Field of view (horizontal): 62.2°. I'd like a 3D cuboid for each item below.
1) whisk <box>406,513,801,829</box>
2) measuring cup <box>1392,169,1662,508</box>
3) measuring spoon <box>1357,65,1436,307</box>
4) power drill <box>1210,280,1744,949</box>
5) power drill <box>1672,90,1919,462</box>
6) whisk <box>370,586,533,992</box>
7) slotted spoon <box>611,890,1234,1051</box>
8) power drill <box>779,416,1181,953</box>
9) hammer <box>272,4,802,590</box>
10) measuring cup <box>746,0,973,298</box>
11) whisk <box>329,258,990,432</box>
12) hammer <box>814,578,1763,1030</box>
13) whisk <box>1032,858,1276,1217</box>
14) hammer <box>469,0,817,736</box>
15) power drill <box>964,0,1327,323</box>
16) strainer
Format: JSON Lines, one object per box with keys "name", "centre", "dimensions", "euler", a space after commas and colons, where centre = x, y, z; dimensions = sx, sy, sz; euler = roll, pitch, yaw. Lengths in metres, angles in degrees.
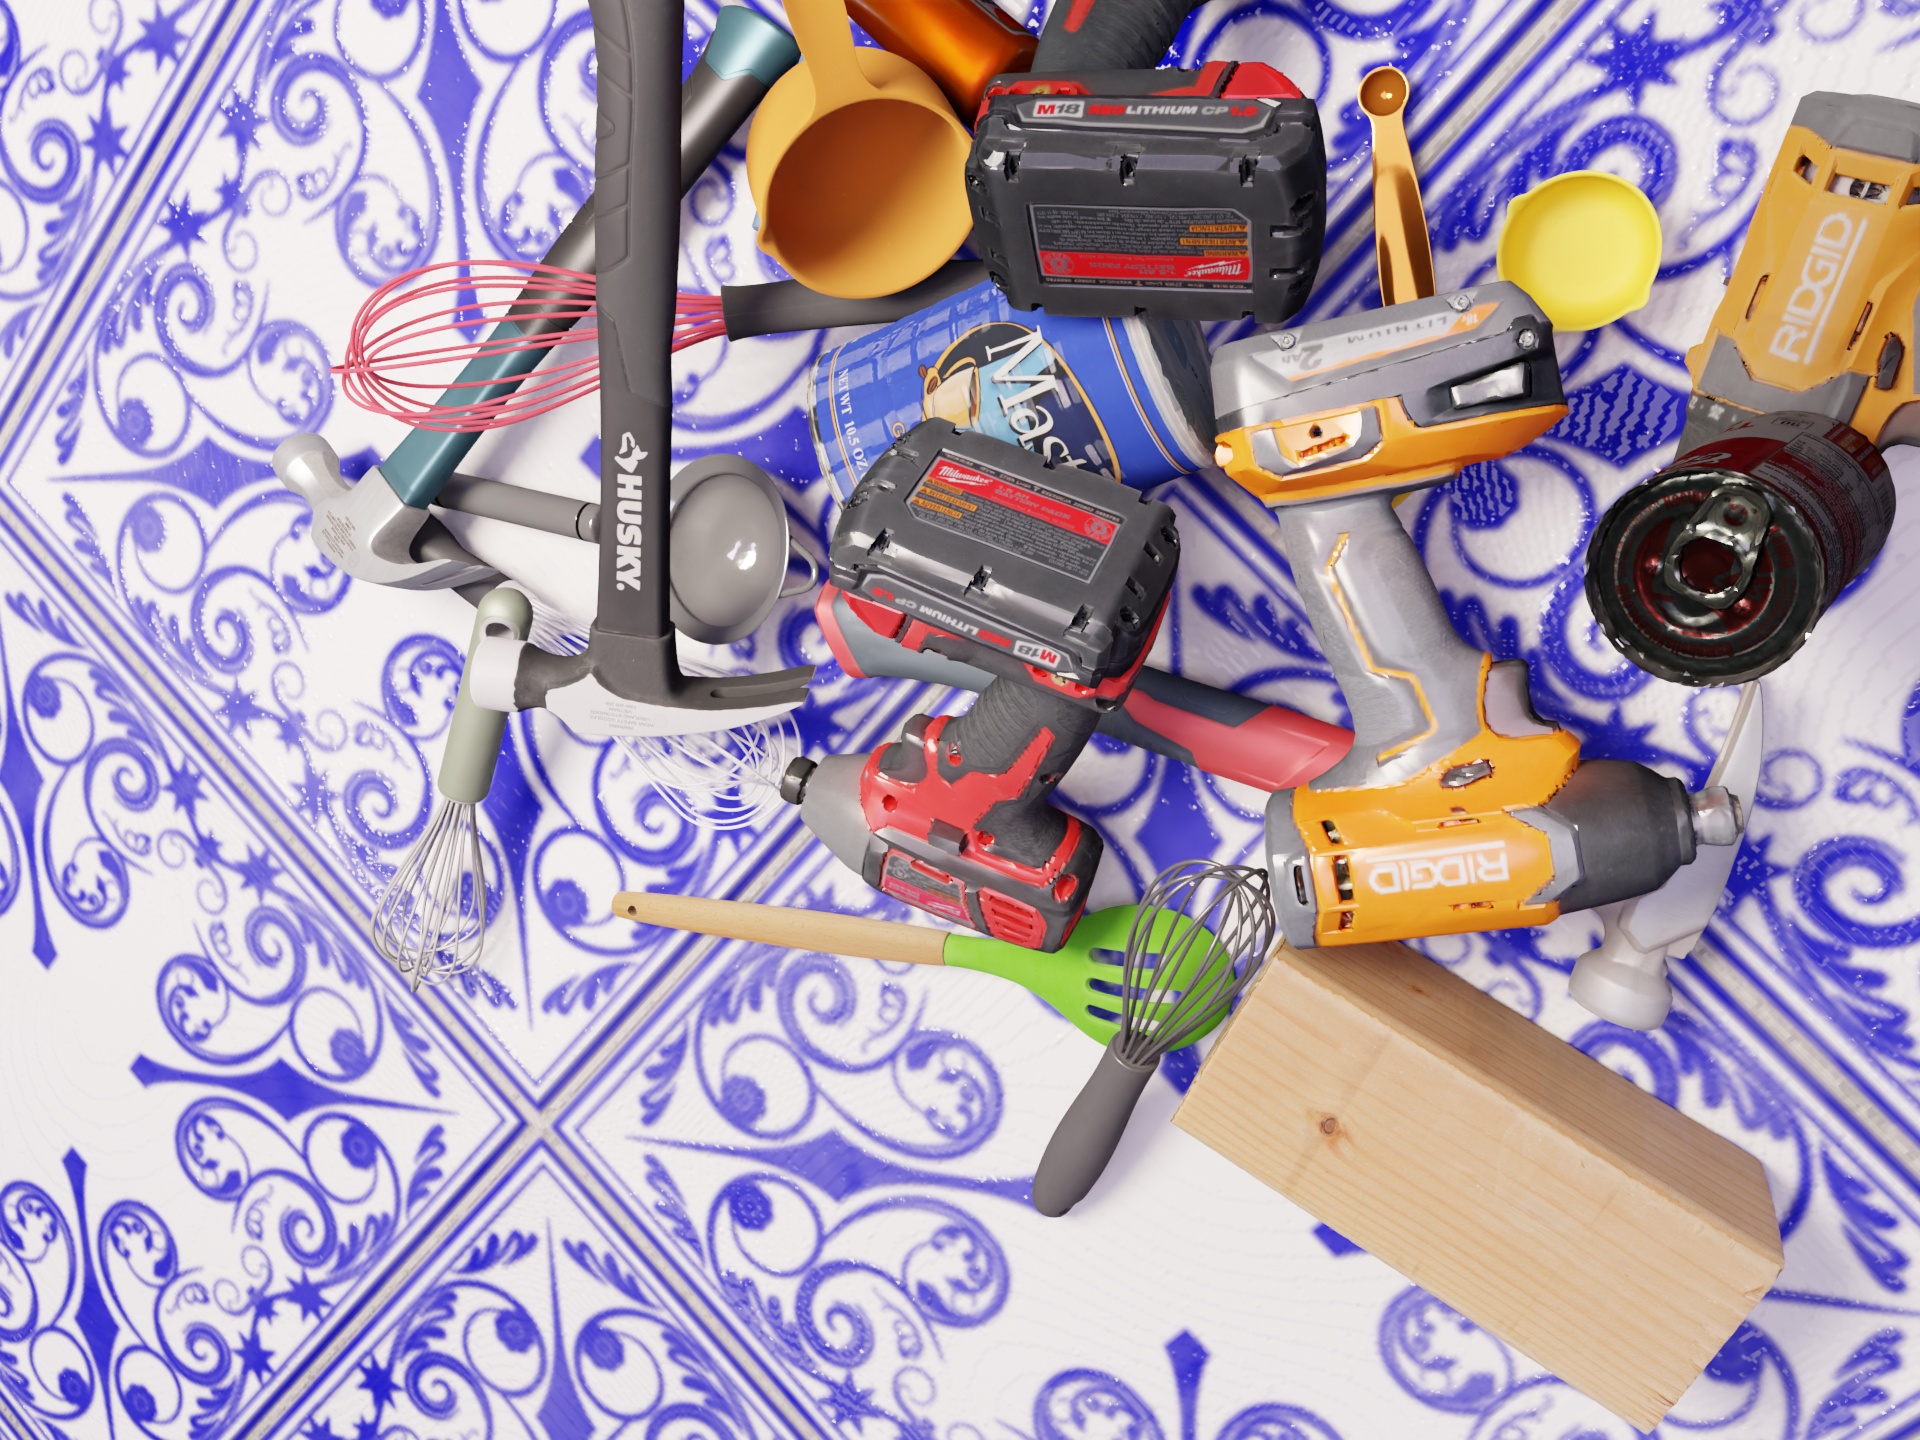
{"name": "whisk", "centre": [-0.194, -0.038, 0.770], "dimensions": [0.285, 0.070, 0.070], "euler": [32, 110, 18]}
{"name": "measuring cup", "centre": [0.206, -0.141, 0.617], "dimensions": [0.062, 0.029, 0.156], "euler": [41, 123, 9]}
{"name": "measuring spoon", "centre": [0.173, -0.195, 0.624], "dimensions": [0.021, 0.011, 0.117], "euler": [-6, 101, 22]}
{"name": "power drill", "centre": [0.182, -0.035, 0.577], "dimensions": [0.164, 0.084, 0.226], "euler": [-9, 93, 19]}
{"name": "power drill", "centre": [0.356, -0.091, 0.526], "dimensions": [0.226, 0.084, 0.185], "euler": [25, 116, 26]}
{"name": "whisk", "centre": [-0.246, 0.039, 0.783], "dimensions": [0.057, 0.059, 0.246], "euler": [16, 121, -12]}
{"name": "slotted spoon", "centre": [-0.029, 0.107, 0.748], "dimensions": [0.314, 0.031, 0.070], "euler": [5, 102, 22]}
{"name": "power drill", "centre": [-0.001, -0.002, 0.632], "dimensions": [0.143, 0.079, 0.219], "euler": [22, 139, 9]}
{"name": "hammer", "centre": [-0.192, -0.191, 0.733], "dimensions": [0.331, 0.033, 0.128], "euler": [-45, 70, 16]}
{"name": "measuring cup", "centre": [-0.049, -0.241, 0.590], "dimensions": [0.095, 0.173, 0.052], "euler": [-21, 51, -1]}
{"name": "whisk", "centre": [-0.118, -0.170, 0.672], "dimensions": [0.296, 0.073, 0.073], "euler": [-8, 98, -1]}
{"name": "hammer", "centre": [0.119, -0.007, 0.663], "dimensions": [0.386, 0.038, 0.143], "euler": [20, 105, 17]}
{"name": "whisk", "centre": [0.073, 0.143, 0.674], "dimensions": [0.055, 0.055, 0.238], "euler": [31, 129, 13]}
{"name": "hammer", "centre": [-0.121, -0.141, 0.622], "dimensions": [0.146, 0.035, 0.334], "euler": [8, 119, 1]}
{"name": "power drill", "centre": [0.101, -0.255, 0.562], "dimensions": [0.188, 0.080, 0.227], "euler": [5, 67, 13]}
{"name": "strainer", "centre": [-0.165, -0.093, 0.757], "dimensions": [0.258, 0.050, 0.087], "euler": [15, 99, 24]}
